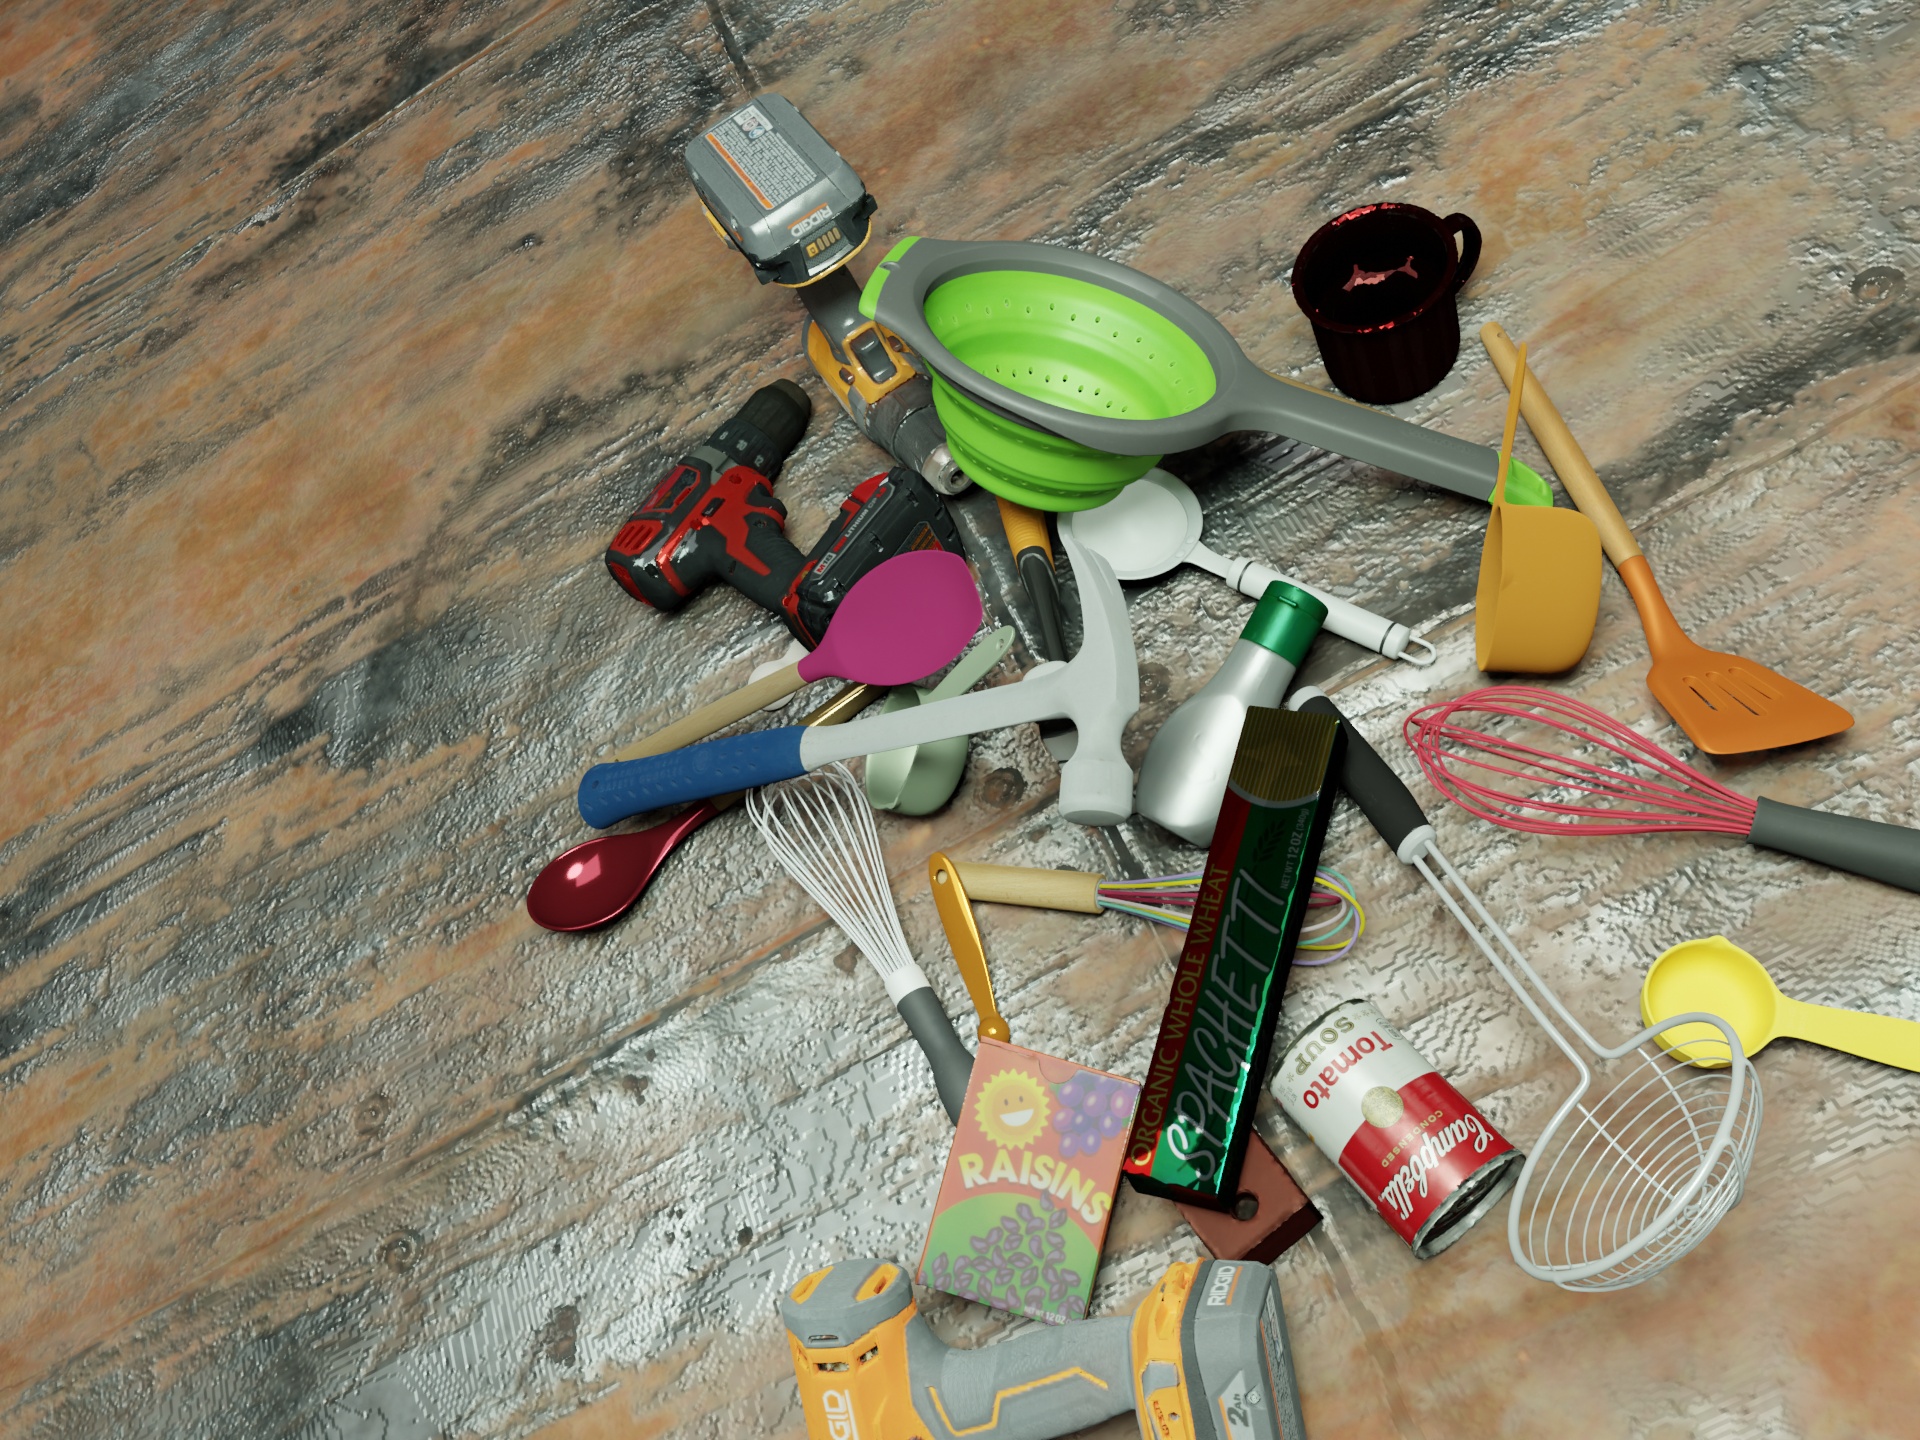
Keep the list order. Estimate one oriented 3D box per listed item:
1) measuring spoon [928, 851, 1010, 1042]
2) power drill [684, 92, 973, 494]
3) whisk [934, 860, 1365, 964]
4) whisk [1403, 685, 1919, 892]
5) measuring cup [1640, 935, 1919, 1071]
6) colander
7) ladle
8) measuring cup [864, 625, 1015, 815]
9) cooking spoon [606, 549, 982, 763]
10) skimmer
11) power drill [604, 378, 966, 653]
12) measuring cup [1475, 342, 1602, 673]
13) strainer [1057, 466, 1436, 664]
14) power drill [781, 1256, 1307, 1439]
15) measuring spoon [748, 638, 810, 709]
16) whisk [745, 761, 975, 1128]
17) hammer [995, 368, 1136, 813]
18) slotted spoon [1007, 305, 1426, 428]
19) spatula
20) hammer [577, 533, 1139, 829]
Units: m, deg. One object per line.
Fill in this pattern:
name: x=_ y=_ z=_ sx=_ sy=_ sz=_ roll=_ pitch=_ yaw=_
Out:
measuring spoon: x=0.002 y=0.127 z=0.881 sx=0.021 sy=0.011 sz=0.117 roll=-29 pitch=68 yaw=27
power drill: x=-0.069 y=-0.252 z=0.992 sx=0.084 sy=0.226 sz=0.186 roll=-34 pitch=54 yaw=-2
whisk: x=0.096 y=0.092 z=0.856 sx=0.245 sy=0.047 sz=0.051 roll=3 pitch=67 yaw=28
whisk: x=0.358 y=0.042 z=0.759 sx=0.296 sy=0.073 sz=0.073 roll=16 pitch=72 yaw=24
measuring cup: x=0.389 y=0.142 z=0.719 sx=0.156 sy=0.029 sz=0.062 roll=12 pitch=70 yaw=15
colander: x=0.131 y=-0.160 z=0.909 sx=0.397 sy=0.094 sz=0.205 roll=19 pitch=40 yaw=2
ladle: x=-0.134 y=0.034 z=0.995 sx=0.315 sy=0.031 sz=0.069 roll=-36 pitch=49 yaw=1
measuring cup: x=-0.001 y=-0.003 z=0.898 sx=0.167 sy=0.038 sz=0.083 roll=-44 pitch=38 yaw=46
cooking spoon: x=-0.110 y=-0.021 z=0.953 sx=0.319 sy=0.017 sz=0.069 roll=-24 pitch=84 yaw=35
skimmer: x=0.225 y=0.091 z=0.730 sx=0.127 sy=0.090 sz=0.364 roll=-53 pitch=38 yaw=22
power drill: x=-0.106 y=-0.135 z=1.037 sx=0.227 sy=0.080 sz=0.188 roll=21 pitch=66 yaw=37
measuring cup: x=0.304 y=-0.109 z=0.822 sx=0.052 sy=0.095 sz=0.173 roll=7 pitch=88 yaw=11
strainer: x=0.155 y=-0.086 z=0.923 sx=0.259 sy=0.050 sz=0.087 roll=28 pitch=65 yaw=26
power drill: x=0.038 y=0.328 z=0.722 sx=0.226 sy=0.084 sz=0.164 roll=-9 pitch=95 yaw=19
measuring spoon: x=-0.099 y=-0.061 z=1.032 sx=0.034 sy=0.018 sz=0.124 roll=27 pitch=77 yaw=32
whisk: x=-0.044 y=0.123 z=0.894 sx=0.070 sy=0.070 sz=0.285 roll=-35 pitch=61 yaw=3
hammer: x=0.046 y=-0.097 z=0.954 sx=0.034 sy=0.127 sz=0.337 roll=-20 pitch=49 yaw=11
slotted spoon: x=0.162 y=-0.216 z=0.993 sx=0.314 sy=0.031 sz=0.070 roll=27 pitch=100 yaw=29
spatula: x=0.351 y=-0.108 z=0.848 sx=0.081 sy=0.041 sz=0.323 roll=-10 pitch=56 yaw=-9
hammer: x=-0.073 y=0.009 z=0.872 sx=0.405 sy=0.035 sz=0.144 roll=-12 pitch=64 yaw=39
